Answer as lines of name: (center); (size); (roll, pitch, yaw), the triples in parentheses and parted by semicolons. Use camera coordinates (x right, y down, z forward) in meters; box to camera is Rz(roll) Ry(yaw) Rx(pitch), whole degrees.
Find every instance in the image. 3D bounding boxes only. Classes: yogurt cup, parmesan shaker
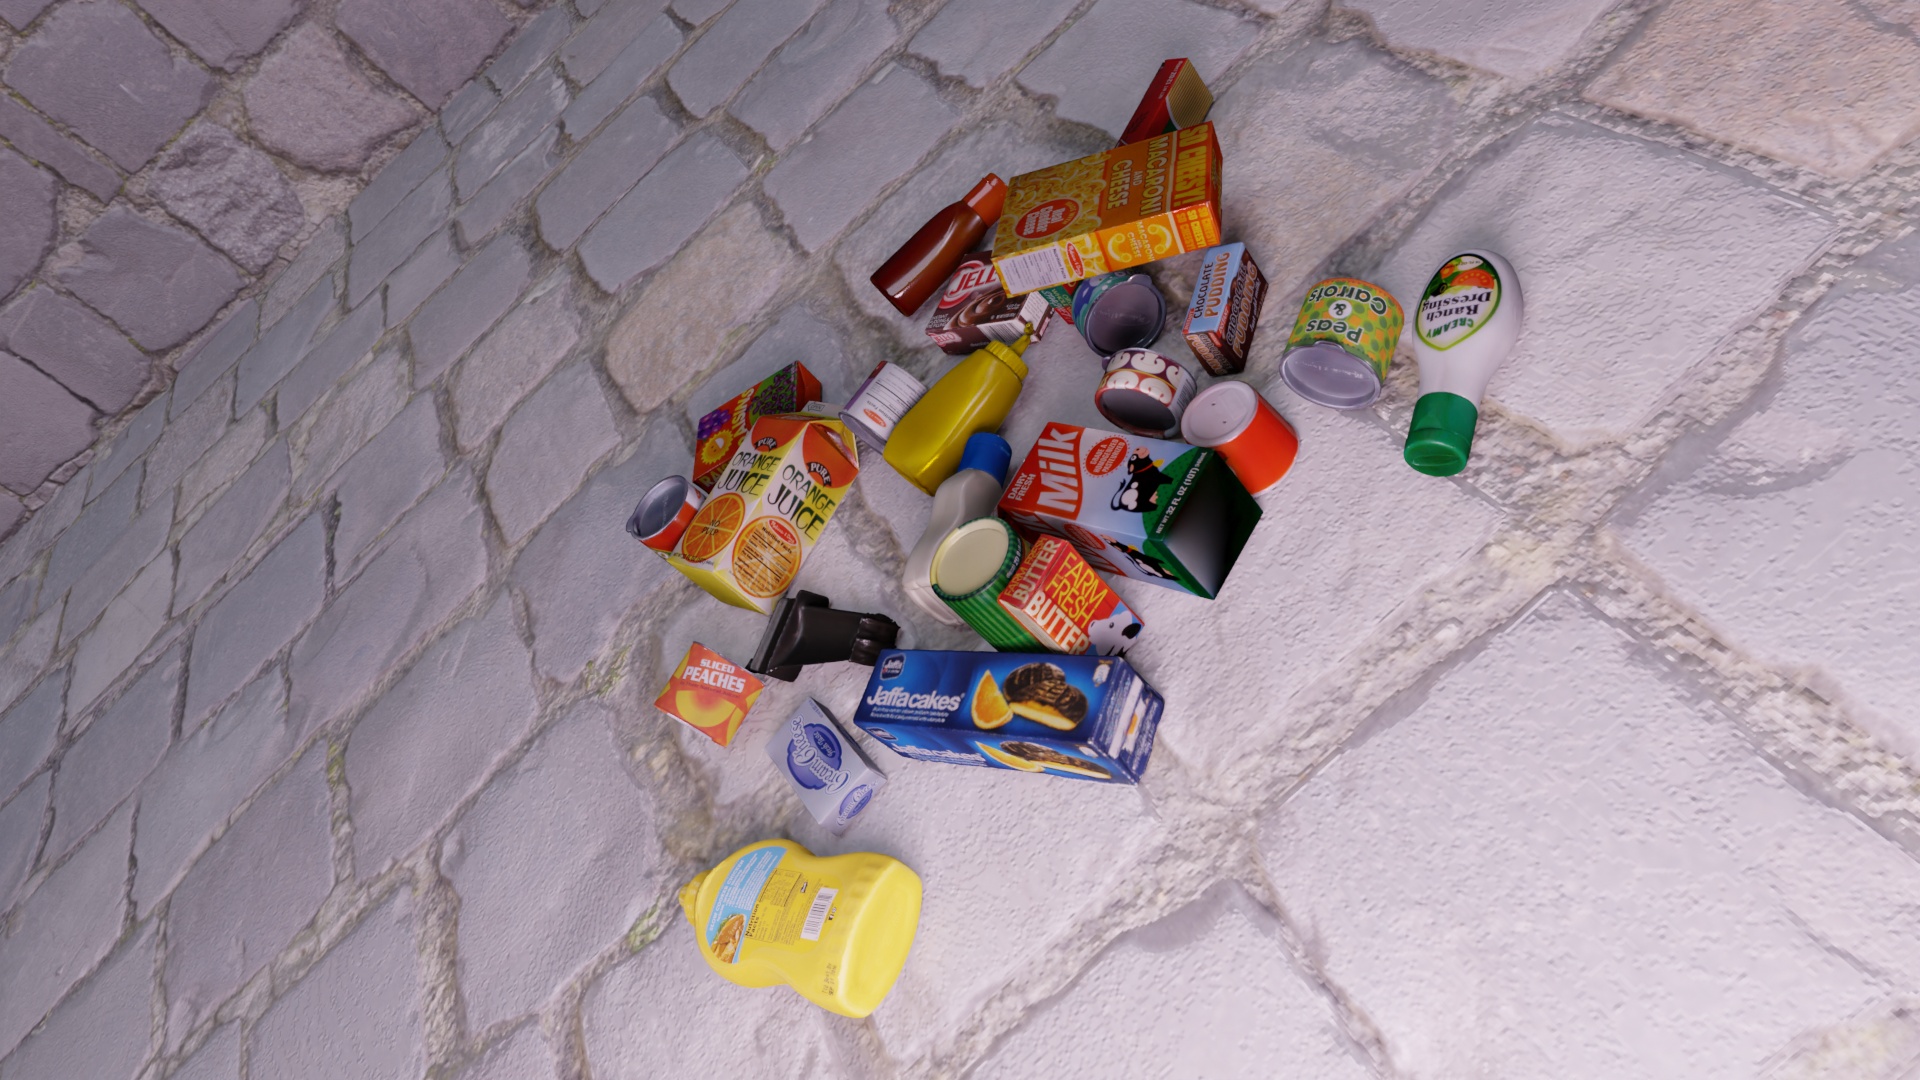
yogurt cup: (0.180, -0.068, 0.909); (0.072, 0.054, 0.073); (-23, 44, 25)
parmesan shaker: (0.034, 0.041, 0.906); (0.071, 0.103, 0.072); (-24, 44, 25)

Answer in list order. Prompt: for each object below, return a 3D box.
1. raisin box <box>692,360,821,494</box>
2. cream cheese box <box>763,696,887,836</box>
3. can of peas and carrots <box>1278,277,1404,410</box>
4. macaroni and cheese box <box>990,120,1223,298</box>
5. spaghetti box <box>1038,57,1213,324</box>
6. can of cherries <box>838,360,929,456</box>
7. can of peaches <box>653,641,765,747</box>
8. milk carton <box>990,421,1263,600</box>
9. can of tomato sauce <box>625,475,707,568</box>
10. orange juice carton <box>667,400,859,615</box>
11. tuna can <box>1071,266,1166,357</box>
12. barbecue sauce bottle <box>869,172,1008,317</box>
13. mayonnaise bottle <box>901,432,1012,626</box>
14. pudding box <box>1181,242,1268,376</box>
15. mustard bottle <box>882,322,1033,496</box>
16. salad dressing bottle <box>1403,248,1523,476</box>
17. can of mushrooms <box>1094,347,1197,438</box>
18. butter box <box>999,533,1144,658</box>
raisin box: (-0.188, -0.101, 1.282); (0.123, 0.040, 0.086); (-28, 43, 23)
cream cheese box: (-0.097, 0.159, 0.984); (0.053, 0.024, 0.104); (-49, 38, -2)
can of peas and carrots: (0.244, -0.127, 0.890); (0.071, 0.071, 0.059); (2, 58, 43)
macaroni and cheese box: (0.114, -0.251, 1.053); (0.166, 0.040, 0.124); (-10, 41, 21)
spaghetti box: (0.138, -0.289, 1.144); (0.028, 0.050, 0.251); (8, 63, 47)
can of cherries: (-0.058, -0.106, 1.150); (0.058, 0.071, 0.071); (-53, 39, -9)
can of peaches: (-0.194, 0.119, 1.071); (0.071, 0.071, 0.058); (15, 69, 48)
milk carton: (0.097, -0.025, 0.931); (0.190, 0.073, 0.072); (16, 69, 48)
can of tomato sauce: (-0.235, -0.005, 1.205); (0.071, 0.083, 0.071); (-24, 43, 25)
orange juice carton: (-0.154, -0.039, 1.170); (0.072, 0.073, 0.193); (10, 63, 46)
tuna can: (0.119, -0.175, 1.045); (0.071, 0.071, 0.033); (-38, 39, 10)
barbecue sauce bottle: (-0.014, -0.273, 1.273); (0.148, 0.043, 0.065); (-44, 39, 2)
mayonnaise bottle: (0.004, -0.013, 1.017); (0.041, 0.064, 0.149); (-15, 44, 38)
pudding box: (0.189, -0.165, 0.990); (0.030, 0.049, 0.084); (-3, 55, 39)
mustard bottle: (0.009, -0.109, 1.103); (0.160, 0.048, 0.065); (-49, 49, -5)
salad dressing bottle: (0.301, -0.108, 0.843); (0.064, 0.044, 0.148); (-4, 54, 42)
can of mushrooms: (0.127, -0.103, 0.976); (0.071, 0.071, 0.033); (3, 61, 44)
butter box: (0.071, 0.045, 0.869); (0.024, 0.103, 0.053); (20, 71, 48)
